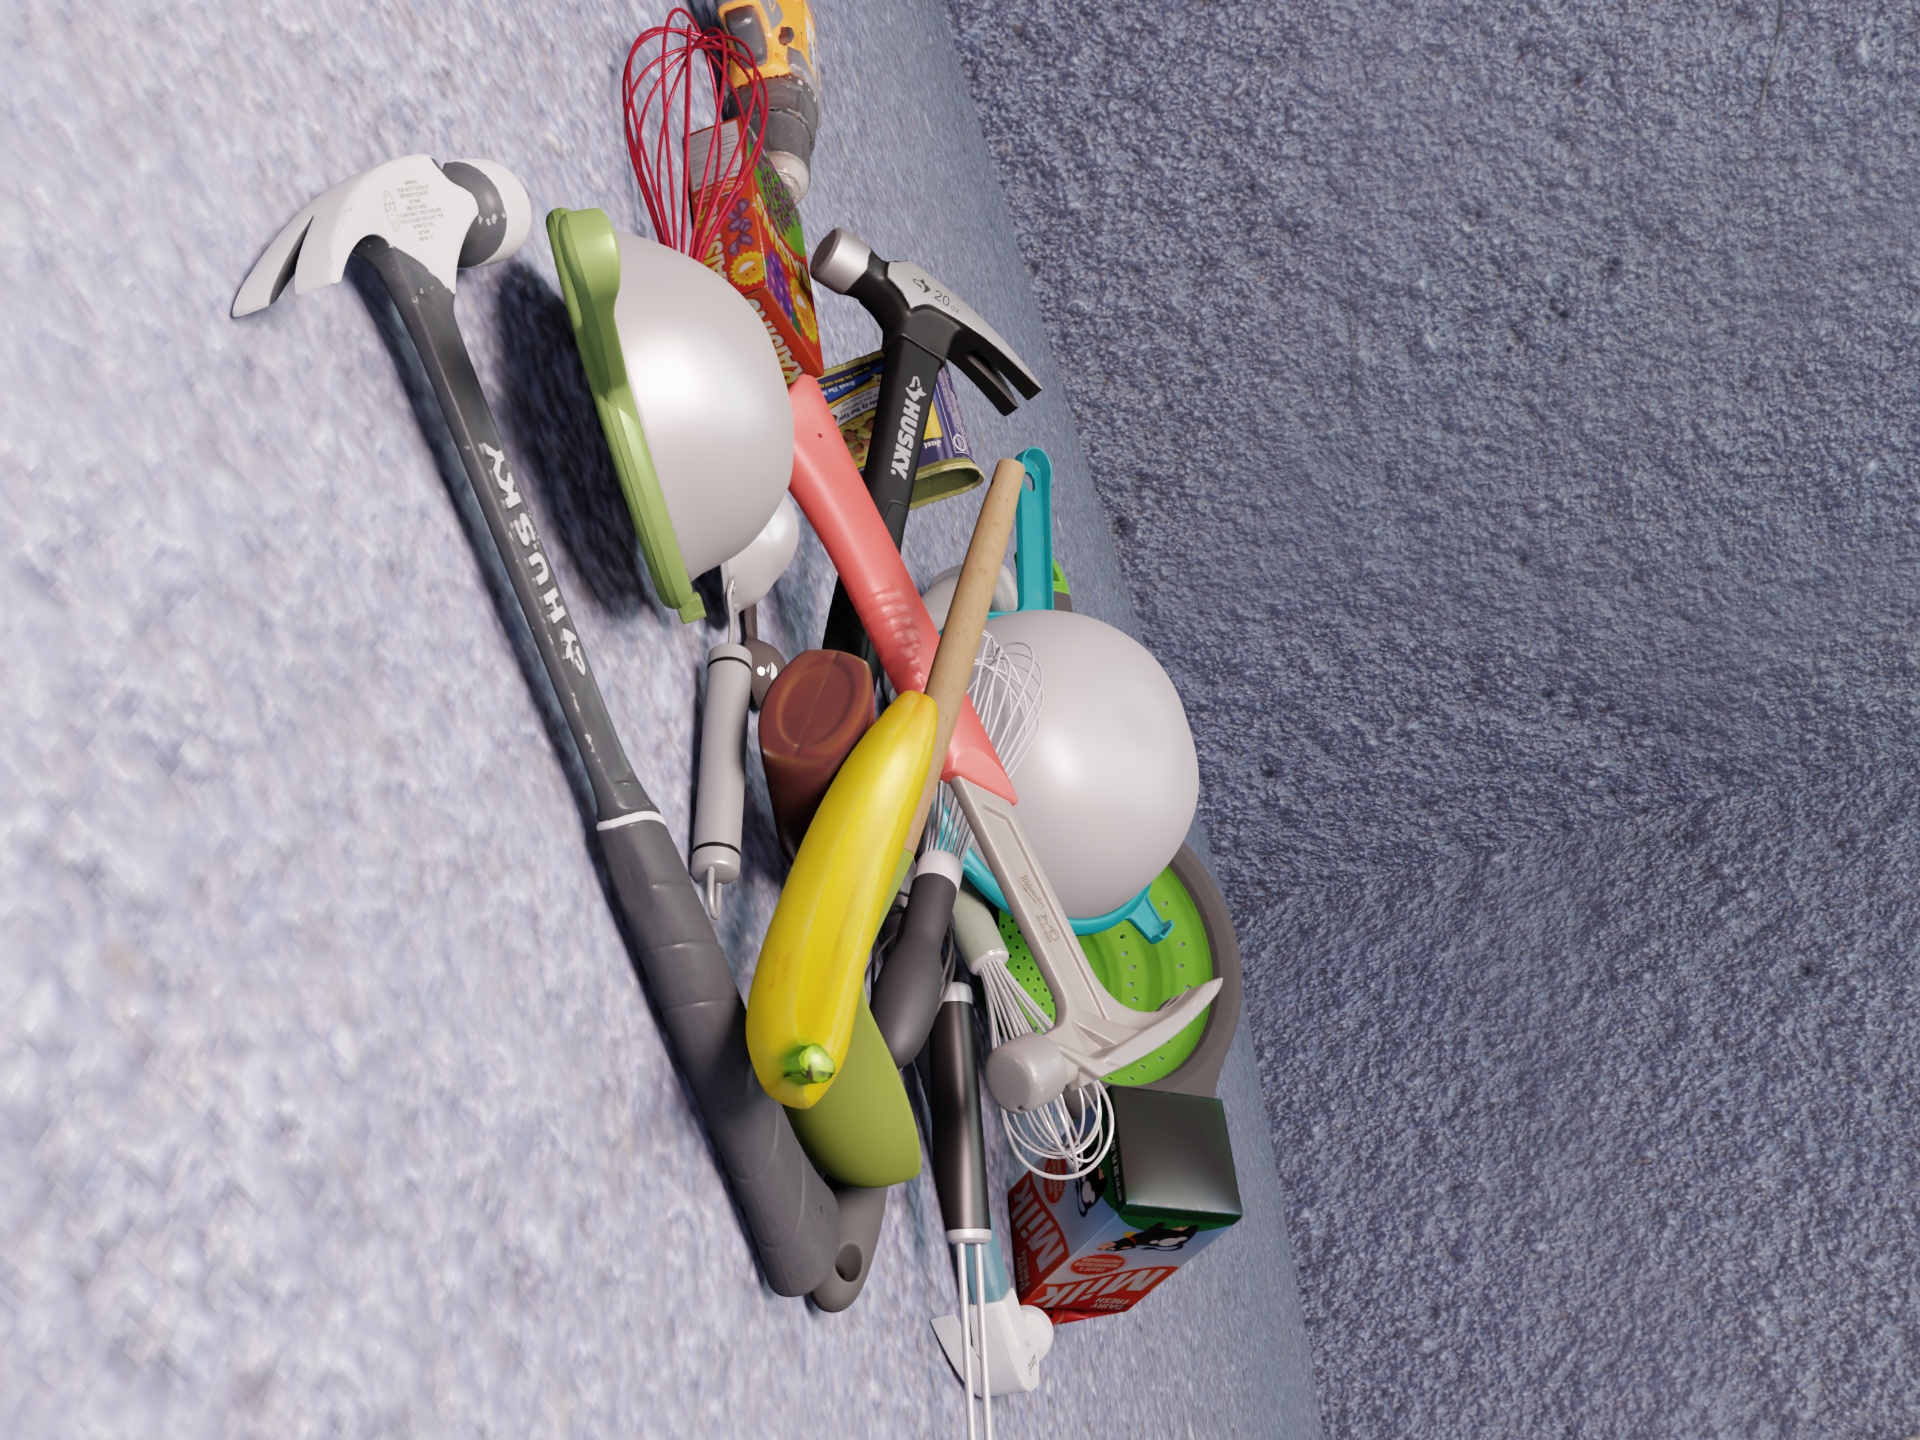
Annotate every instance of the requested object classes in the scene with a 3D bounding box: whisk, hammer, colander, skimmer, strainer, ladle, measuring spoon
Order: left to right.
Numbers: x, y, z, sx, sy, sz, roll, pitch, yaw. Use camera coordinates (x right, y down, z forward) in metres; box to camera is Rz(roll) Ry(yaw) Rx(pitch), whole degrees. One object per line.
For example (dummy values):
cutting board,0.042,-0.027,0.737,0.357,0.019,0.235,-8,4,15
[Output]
hammer,-0.117,0.020,0.532,0.149,0.036,0.408,-70,144,-69
strainer,-0.094,-0.125,0.545,0.256,0.069,0.151,158,-85,-81
whisk,-0.128,-0.223,0.743,0.073,0.073,0.296,56,28,-58
strainer,-0.097,-0.030,0.684,0.086,0.050,0.259,91,-2,-56
measuring spoon,-0.095,-0.059,0.770,0.034,0.018,0.124,78,3,-57
whisk,-0.039,0.160,0.713,0.239,0.055,0.055,-79,152,-56
hammer,-0.039,-0.099,0.831,0.146,0.035,0.335,27,56,-28
hammer,-0.010,0.187,0.840,0.128,0.033,0.331,24,52,-77
ladle,-0.008,0.034,0.673,0.078,0.062,0.320,141,-33,-68
whisk,-0.004,0.054,0.782,0.285,0.070,0.070,-75,150,-46
hammer,-0.001,-0.002,0.756,0.149,0.036,0.359,-16,76,-47
whisk,0.019,0.145,0.905,0.057,0.059,0.247,67,-3,-59
skimmer,0.030,0.287,0.702,0.127,0.090,0.364,21,54,-42
colander,0.063,0.081,1.054,0.204,0.094,0.397,4,67,-33
strainer,0.074,-0.042,0.979,0.210,0.095,0.341,20,56,-36

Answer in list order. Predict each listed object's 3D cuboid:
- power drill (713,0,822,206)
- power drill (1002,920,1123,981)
power drill,-0.135,-0.425,0.916,0.226,0.084,0.186,66,15,-57
power drill,0.095,0.078,1.186,0.188,0.080,0.226,-3,99,-65
